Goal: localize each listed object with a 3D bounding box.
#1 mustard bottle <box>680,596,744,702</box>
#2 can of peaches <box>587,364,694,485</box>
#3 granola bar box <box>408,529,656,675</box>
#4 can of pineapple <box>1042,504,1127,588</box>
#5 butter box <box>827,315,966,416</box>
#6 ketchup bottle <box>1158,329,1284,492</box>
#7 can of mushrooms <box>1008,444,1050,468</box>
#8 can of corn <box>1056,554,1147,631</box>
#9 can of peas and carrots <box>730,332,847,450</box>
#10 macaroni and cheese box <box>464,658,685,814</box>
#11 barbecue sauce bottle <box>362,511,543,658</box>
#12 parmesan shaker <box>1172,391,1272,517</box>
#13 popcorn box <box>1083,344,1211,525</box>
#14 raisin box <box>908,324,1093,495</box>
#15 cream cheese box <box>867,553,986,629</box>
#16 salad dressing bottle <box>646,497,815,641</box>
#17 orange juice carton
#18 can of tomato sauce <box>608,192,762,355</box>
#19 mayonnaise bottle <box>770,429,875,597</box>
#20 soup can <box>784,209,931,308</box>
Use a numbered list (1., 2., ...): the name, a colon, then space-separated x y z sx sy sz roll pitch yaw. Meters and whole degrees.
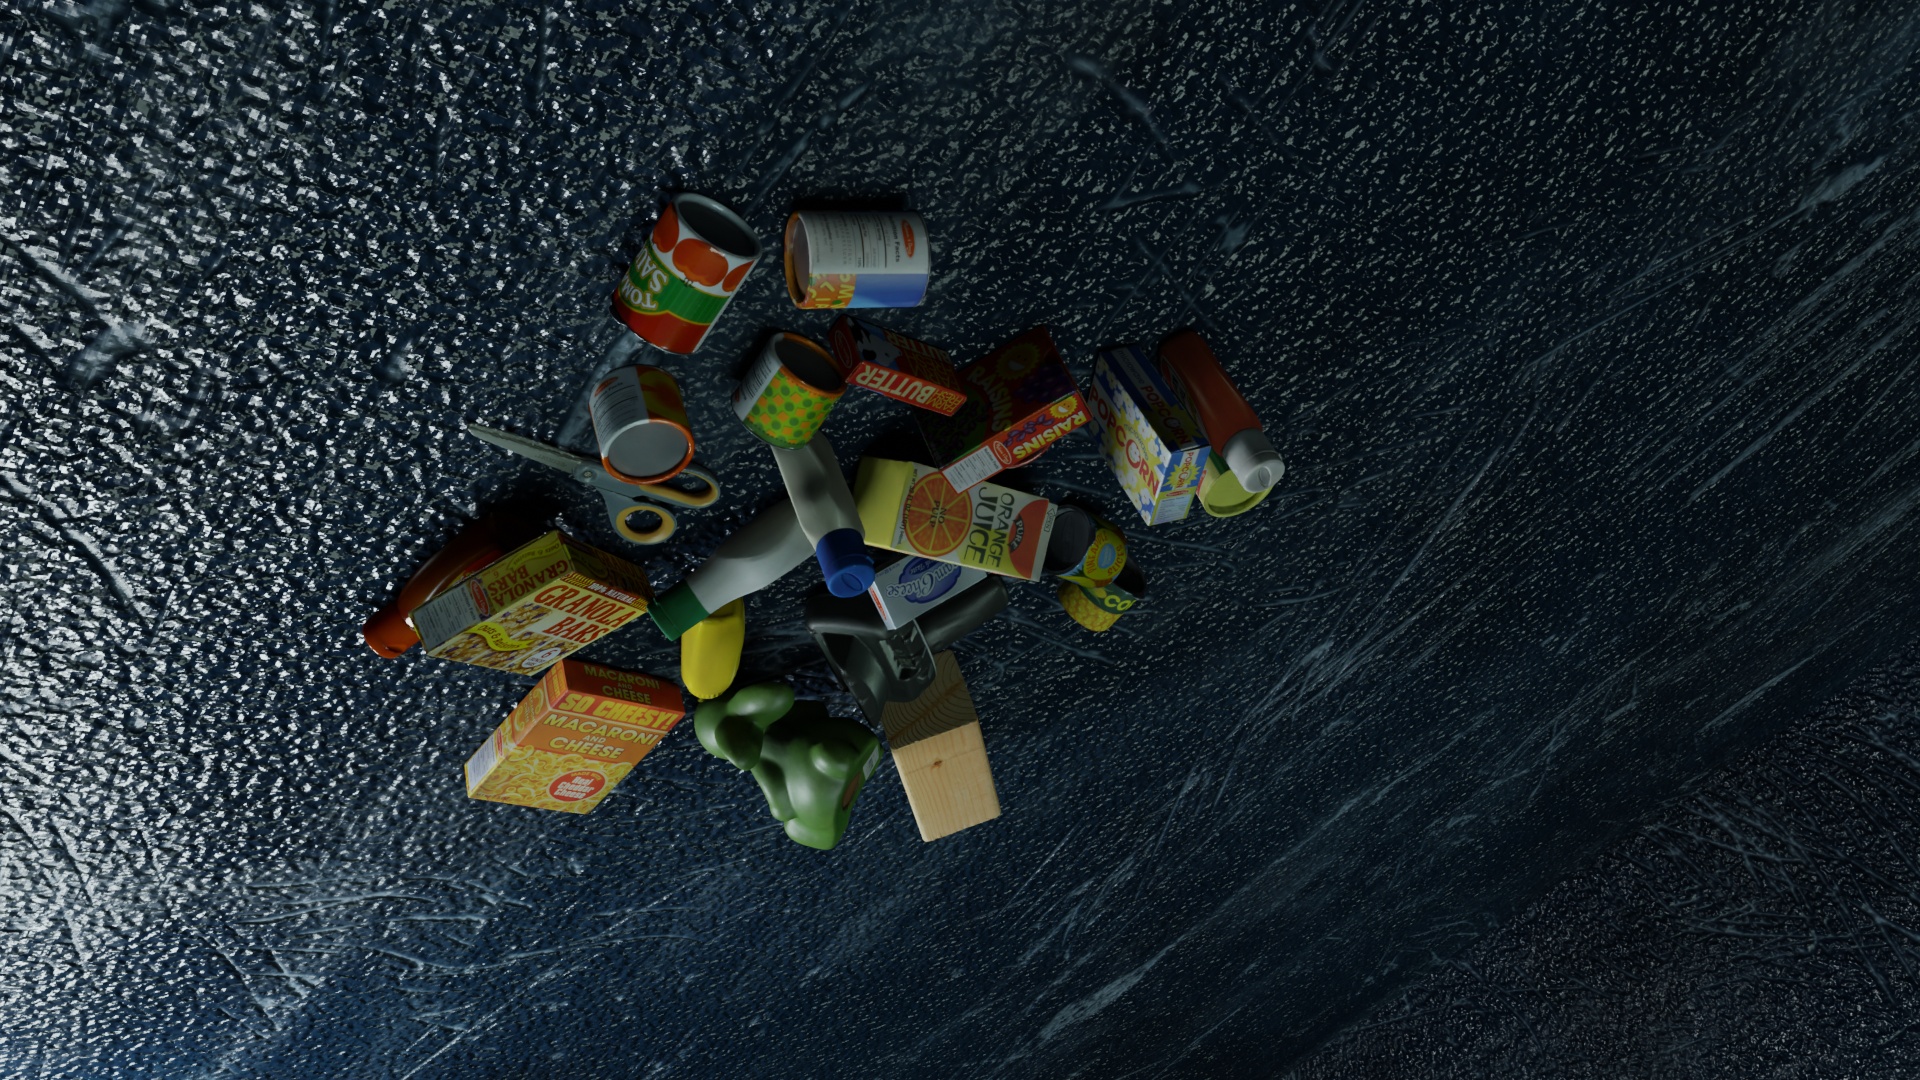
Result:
1. mustard bottle: -0.217 0.095 1.204 0.049 0.065 0.159 -4 145 -18
2. can of peaches: -0.225 -0.081 0.990 0.071 0.058 0.071 -14 141 -12
3. granola bar box: -0.320 0.051 1.060 0.124 0.039 0.165 -29 166 2
4. can of pineapple: 0.111 0.007 1.266 0.058 0.071 0.070 21 124 -44
5. butter box: -0.046 -0.129 1.033 0.103 0.053 0.024 15 130 -39
6. ketchup bottle: 0.211 -0.103 1.123 0.043 0.149 0.064 -29 142 4
7. can of mushrooms: 0.044 -0.092 1.141 0.071 0.033 0.070 -15 141 -12
8. can of corn: 0.136 0.046 1.324 0.071 0.071 0.058 14 130 -39
9. can of peas and carrots: -0.122 -0.107 1.007 0.071 0.071 0.058 13 128 -38
10. macaroni and cheese box: -0.347 0.178 1.248 0.124 0.040 0.166 20 125 -43
11. barbecue sauce bottle: -0.387 0.036 1.054 0.148 0.044 0.065 -33 151 12
12. parmesan shaker: 0.218 -0.081 1.190 0.071 0.103 0.071 -15 142 -12
13. popcorn box: 0.148 -0.087 1.127 0.038 0.127 0.084 -13 142 -20
14. raisin box: 0.030 -0.102 1.078 0.123 0.086 0.040 -29 137 7
15. cream cheese box: -0.030 0.031 1.207 0.104 0.024 0.053 -30 103 -27
16. salad dressing bottle: -0.182 0.024 1.118 0.148 0.064 0.043 -35 125 -8
17. orange juice carton: 0.004 -0.015 1.158 0.193 0.073 0.072 13 88 -39
18. can of tomato sauce: -0.178 -0.173 0.898 0.071 0.071 0.082 15 127 -40
19. mayonnaise bottle: -0.102 -0.023 1.050 0.041 0.149 0.064 -31 142 9
20. soup can: -0.071 -0.189 0.939 0.084 0.071 0.071 -5 139 -22
